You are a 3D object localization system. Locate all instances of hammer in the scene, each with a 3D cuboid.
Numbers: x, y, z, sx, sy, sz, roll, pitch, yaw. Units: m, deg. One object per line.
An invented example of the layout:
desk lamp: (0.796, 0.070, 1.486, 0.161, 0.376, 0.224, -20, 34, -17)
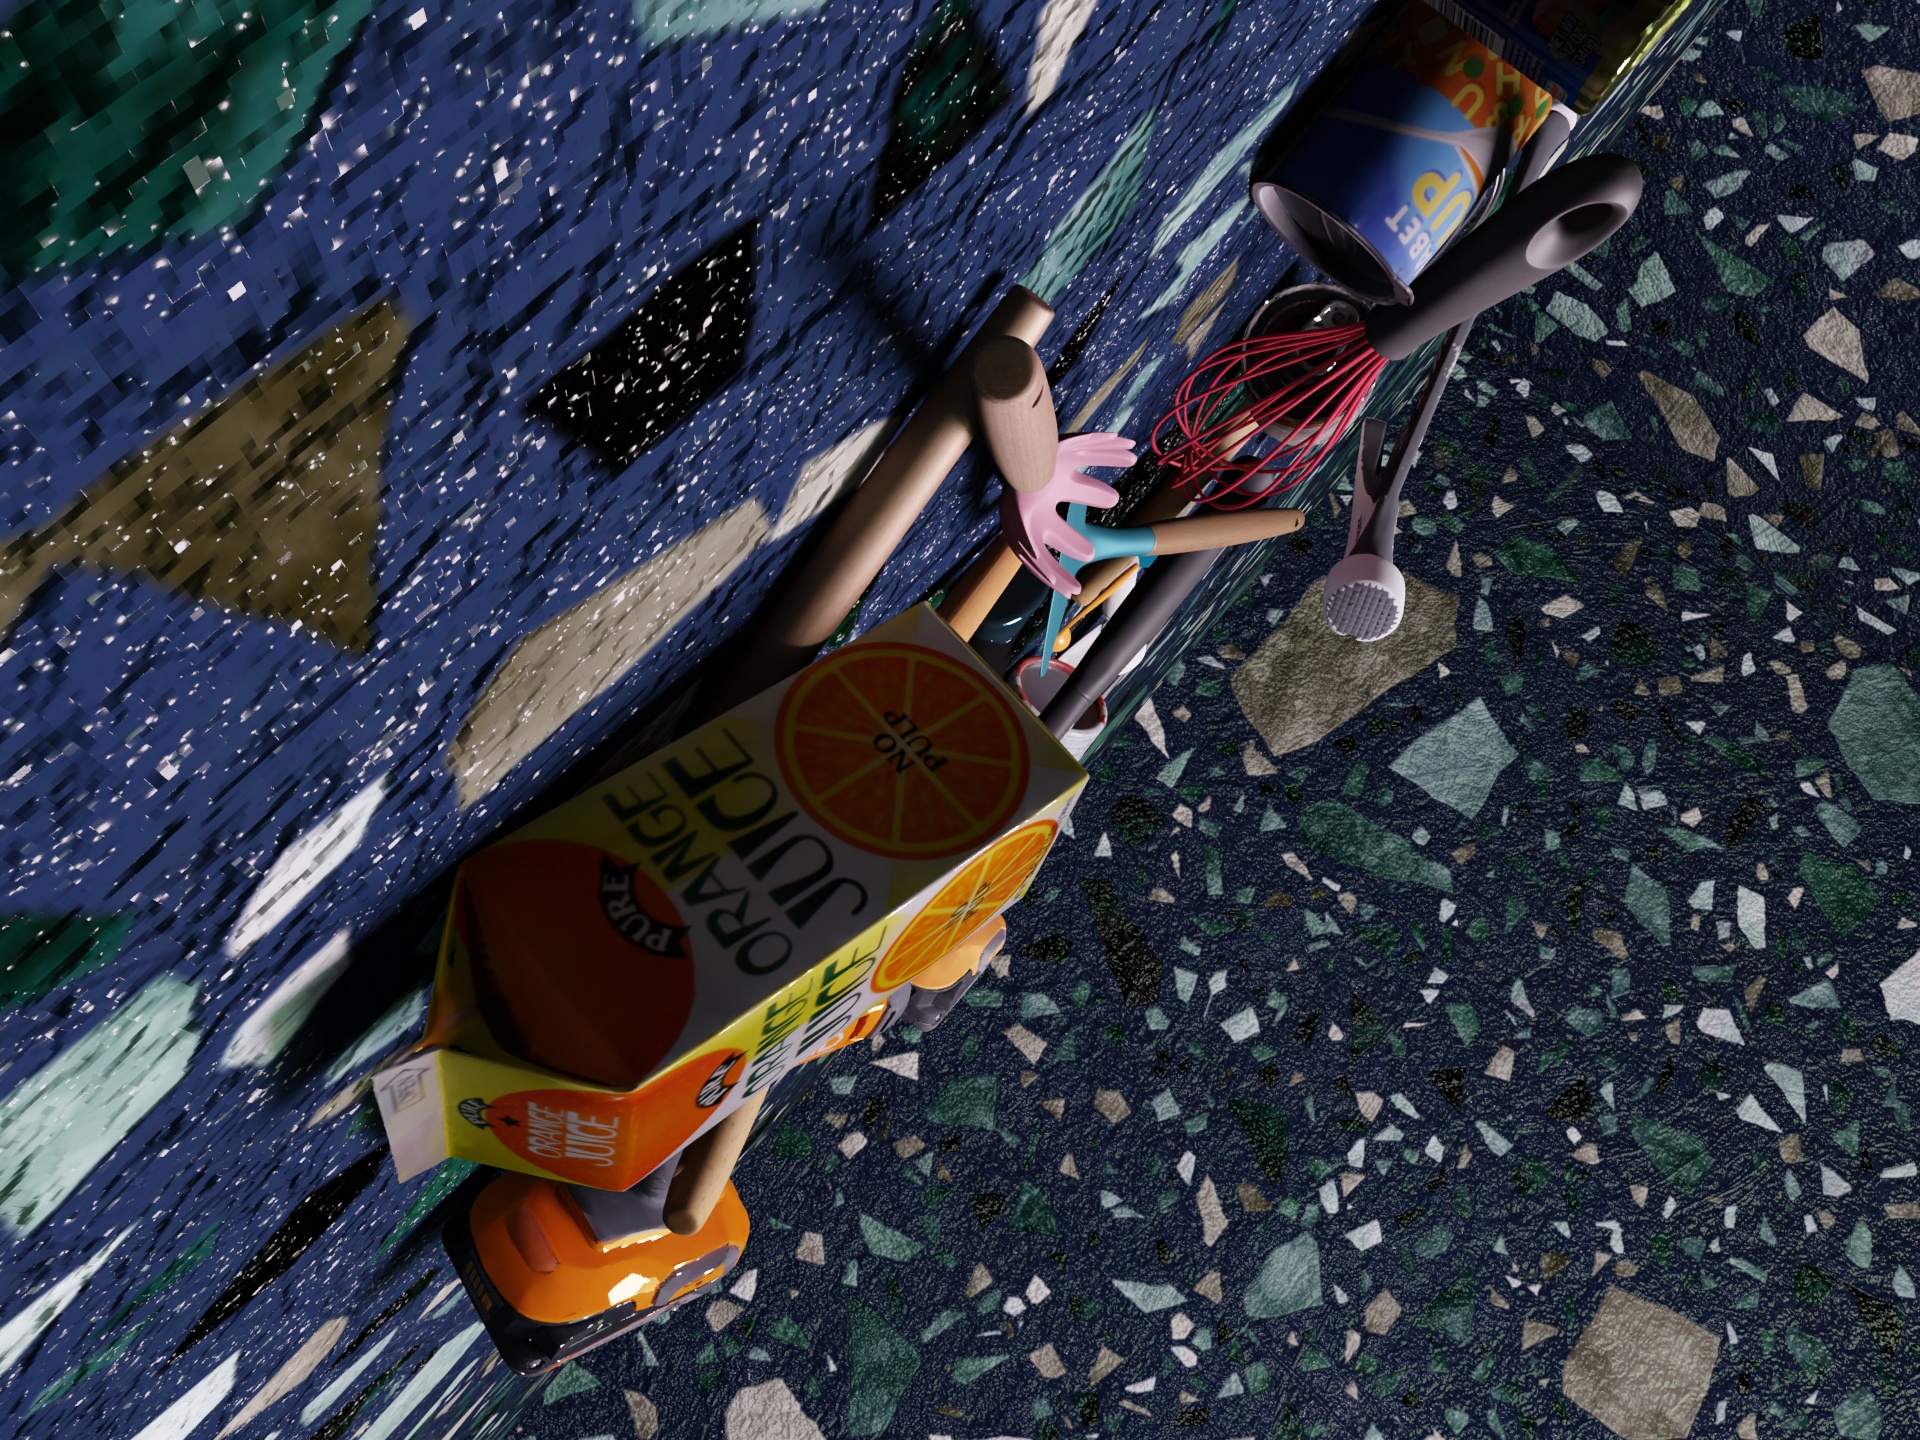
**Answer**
hammer: (0.072, -0.025, 0.867, 0.335, 0.035, 0.146, -50, 174, -20)
hammer: (-0.001, -0.003, 0.784, 0.128, 0.033, 0.331, -48, 173, -19)
hammer: (0.234, -0.228, 0.648, 0.149, 0.036, 0.408, -67, 173, -48)

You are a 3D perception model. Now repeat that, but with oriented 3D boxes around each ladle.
ladle: (-0.050, 0.064, 0.555, 0.069, 0.031, 0.316, -40, -167, 23)

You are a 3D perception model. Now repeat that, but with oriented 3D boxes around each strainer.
strainer: (0.104, -0.071, 1.068, 0.087, 0.050, 0.258, -34, 168, -4)

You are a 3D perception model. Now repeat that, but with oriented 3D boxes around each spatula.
spatula: (0.113, -0.088, 0.798, 0.317, 0.044, 0.082, -16, 121, -53)
spatula: (-0.061, 0.027, 0.549, 0.323, 0.041, 0.081, -54, -175, -31)
spatula: (-0.074, 0.010, 0.451, 0.316, 0.018, 0.060, -51, 175, 20)

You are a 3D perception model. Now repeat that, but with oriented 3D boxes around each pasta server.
pasta server: (0.026, -0.071, 0.448, 0.316, 0.040, 0.060, -39, 152, -85)

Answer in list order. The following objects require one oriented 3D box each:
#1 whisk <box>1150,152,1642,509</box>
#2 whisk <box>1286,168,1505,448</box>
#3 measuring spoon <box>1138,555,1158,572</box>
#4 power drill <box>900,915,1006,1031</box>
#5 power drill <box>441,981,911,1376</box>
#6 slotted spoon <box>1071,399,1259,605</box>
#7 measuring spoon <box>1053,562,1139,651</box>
whisk: (0.163, -0.151, 0.651, 0.073, 0.073, 0.296, -47, -172, -23)
whisk: (0.222, -0.227, 0.858, 0.055, 0.055, 0.238, -45, 168, -31)
measuring spoon: (0.124, -0.116, 1.062, 0.042, 0.021, 0.128, -45, 166, 17)
power drill: (-0.005, 0.108, 1.096, 0.185, 0.084, 0.226, -40, 157, -55)
power drill: (-0.129, 0.165, 0.633, 0.164, 0.084, 0.226, -11, 142, -45)
slotted spoon: (0.173, -0.183, 0.945, 0.314, 0.031, 0.070, -47, 172, -8)
measuring spoon: (0.082, -0.067, 0.975, 0.021, 0.011, 0.117, -46, -178, -31)
